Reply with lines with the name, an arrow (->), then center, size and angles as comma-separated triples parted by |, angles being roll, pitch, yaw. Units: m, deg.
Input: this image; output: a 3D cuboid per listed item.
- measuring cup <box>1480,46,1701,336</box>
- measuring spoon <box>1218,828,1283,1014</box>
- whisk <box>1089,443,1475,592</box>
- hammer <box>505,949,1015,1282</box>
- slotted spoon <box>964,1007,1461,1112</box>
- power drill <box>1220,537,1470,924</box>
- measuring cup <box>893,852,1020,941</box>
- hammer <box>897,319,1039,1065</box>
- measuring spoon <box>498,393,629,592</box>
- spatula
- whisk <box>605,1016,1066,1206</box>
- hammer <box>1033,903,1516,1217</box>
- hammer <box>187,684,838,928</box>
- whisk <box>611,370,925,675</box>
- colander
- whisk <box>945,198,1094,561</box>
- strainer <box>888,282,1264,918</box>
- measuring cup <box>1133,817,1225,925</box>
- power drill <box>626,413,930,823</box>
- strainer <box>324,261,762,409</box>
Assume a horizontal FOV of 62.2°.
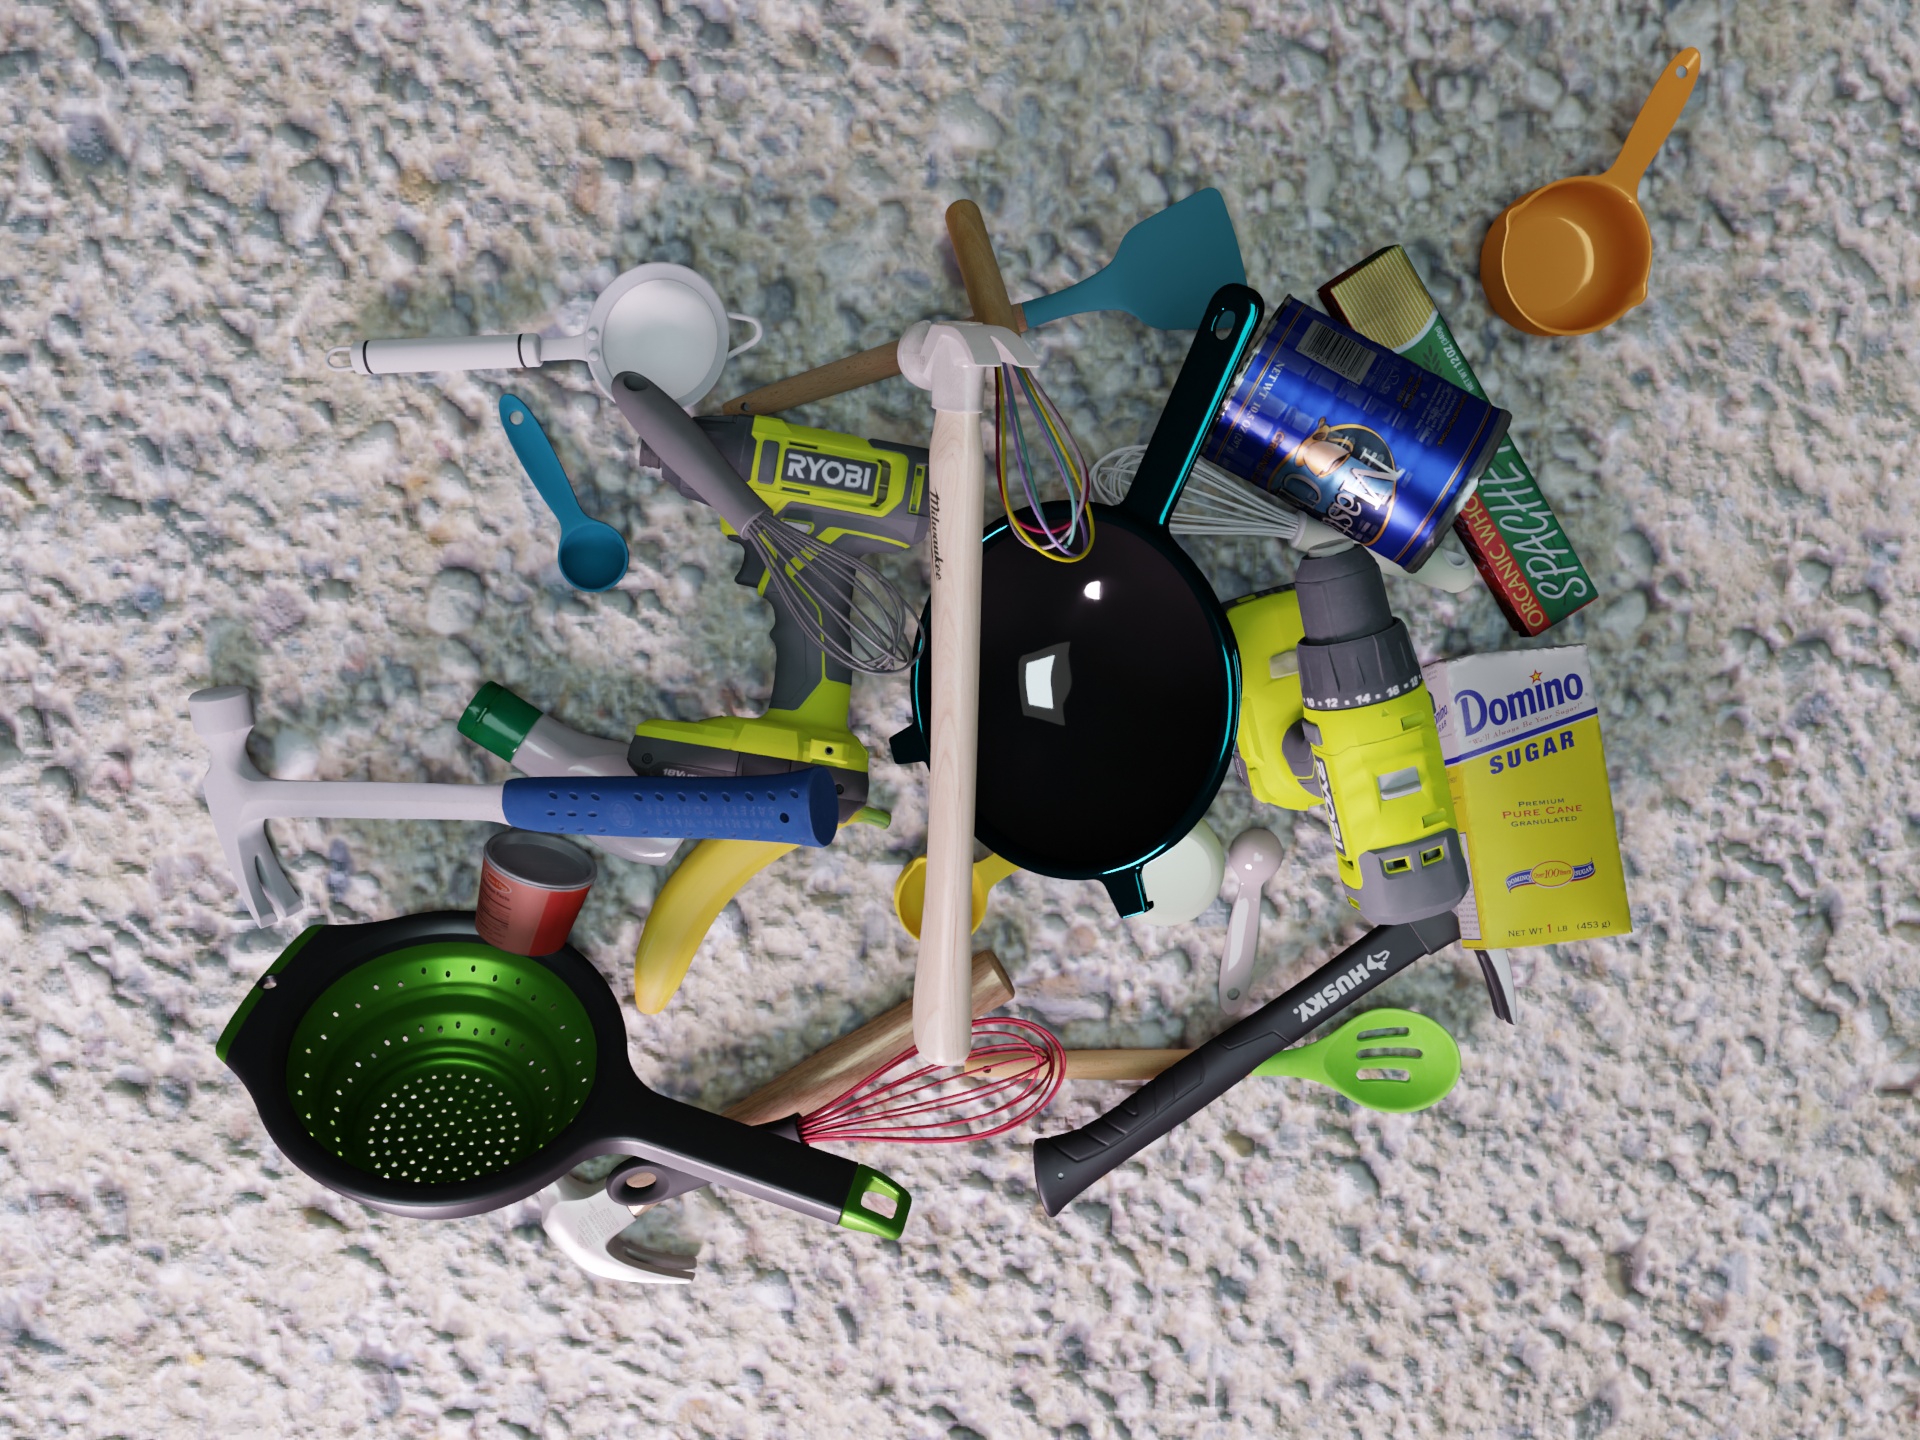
measuring cup -> 0.368, -0.304, 0.920 | 0.095, 0.052, 0.173 | 28, 96, -8
measuring spoon -> 0.181, 0.130, 1.004 | 0.034, 0.018, 0.124 | 7, 101, -4
whisk -> 0.194, -0.116, 0.951 | 0.246, 0.058, 0.059 | 14, 134, -8
hammer -> -0.113, 0.245, 1.003 | 0.331, 0.031, 0.130 | -31, 100, 2
slotted spoon -> 0.159, 0.218, 1.016 | 0.313, 0.031, 0.070 | 0, 98, -1
power drill -> 0.201, -0.011, 0.872 | 0.080, 0.228, 0.190 | -16, 101, 0
measuring cup -> 0.028, 0.083, 0.990 | 0.156, 0.029, 0.062 | -32, 101, -9
hammer -> -0.001, -0.003, 0.855 | 0.038, 0.146, 0.410 | -3, 106, -15
measuring spoon -> -0.236, -0.134, 0.939 | 0.042, 0.021, 0.128 | -28, 91, 3
spatula -> 0.013, -0.226, 0.930 | 0.317, 0.044, 0.082 | -17, 101, 5
whisk -> -0.078, 0.244, 0.963 | 0.296, 0.073, 0.073 | -18, 101, 6
hammer -> 0.186, 0.203, 0.986 | 0.335, 0.035, 0.146 | -35, 88, 0
hammer -> -0.257, 0.051, 0.884 | 0.405, 0.035, 0.144 | 0, 104, 21
whisk -> -0.108, -0.109, 0.857 | 0.055, 0.055, 0.239 | -45, 77, 5
colander -> -0.225, 0.243, 0.931 | 0.397, 0.205, 0.094 | 18, 130, 3
whisk -> 0.026, -0.190, 0.865 | 0.047, 0.051, 0.245 | -13, 65, -5
strainer -> 0.104, -0.075, 0.895 | 0.211, 0.095, 0.340 | 33, 111, 29
measuring cup -> 0.132, 0.047, 0.976 | 0.083, 0.038, 0.167 | 6, 102, -4
power drill -> -0.114, -0.060, 0.913 | 0.171, 0.080, 0.223 | 9, 86, -6
strainer -> -0.237, -0.213, 0.910 | 0.258, 0.050, 0.087 | -2, 90, 3
